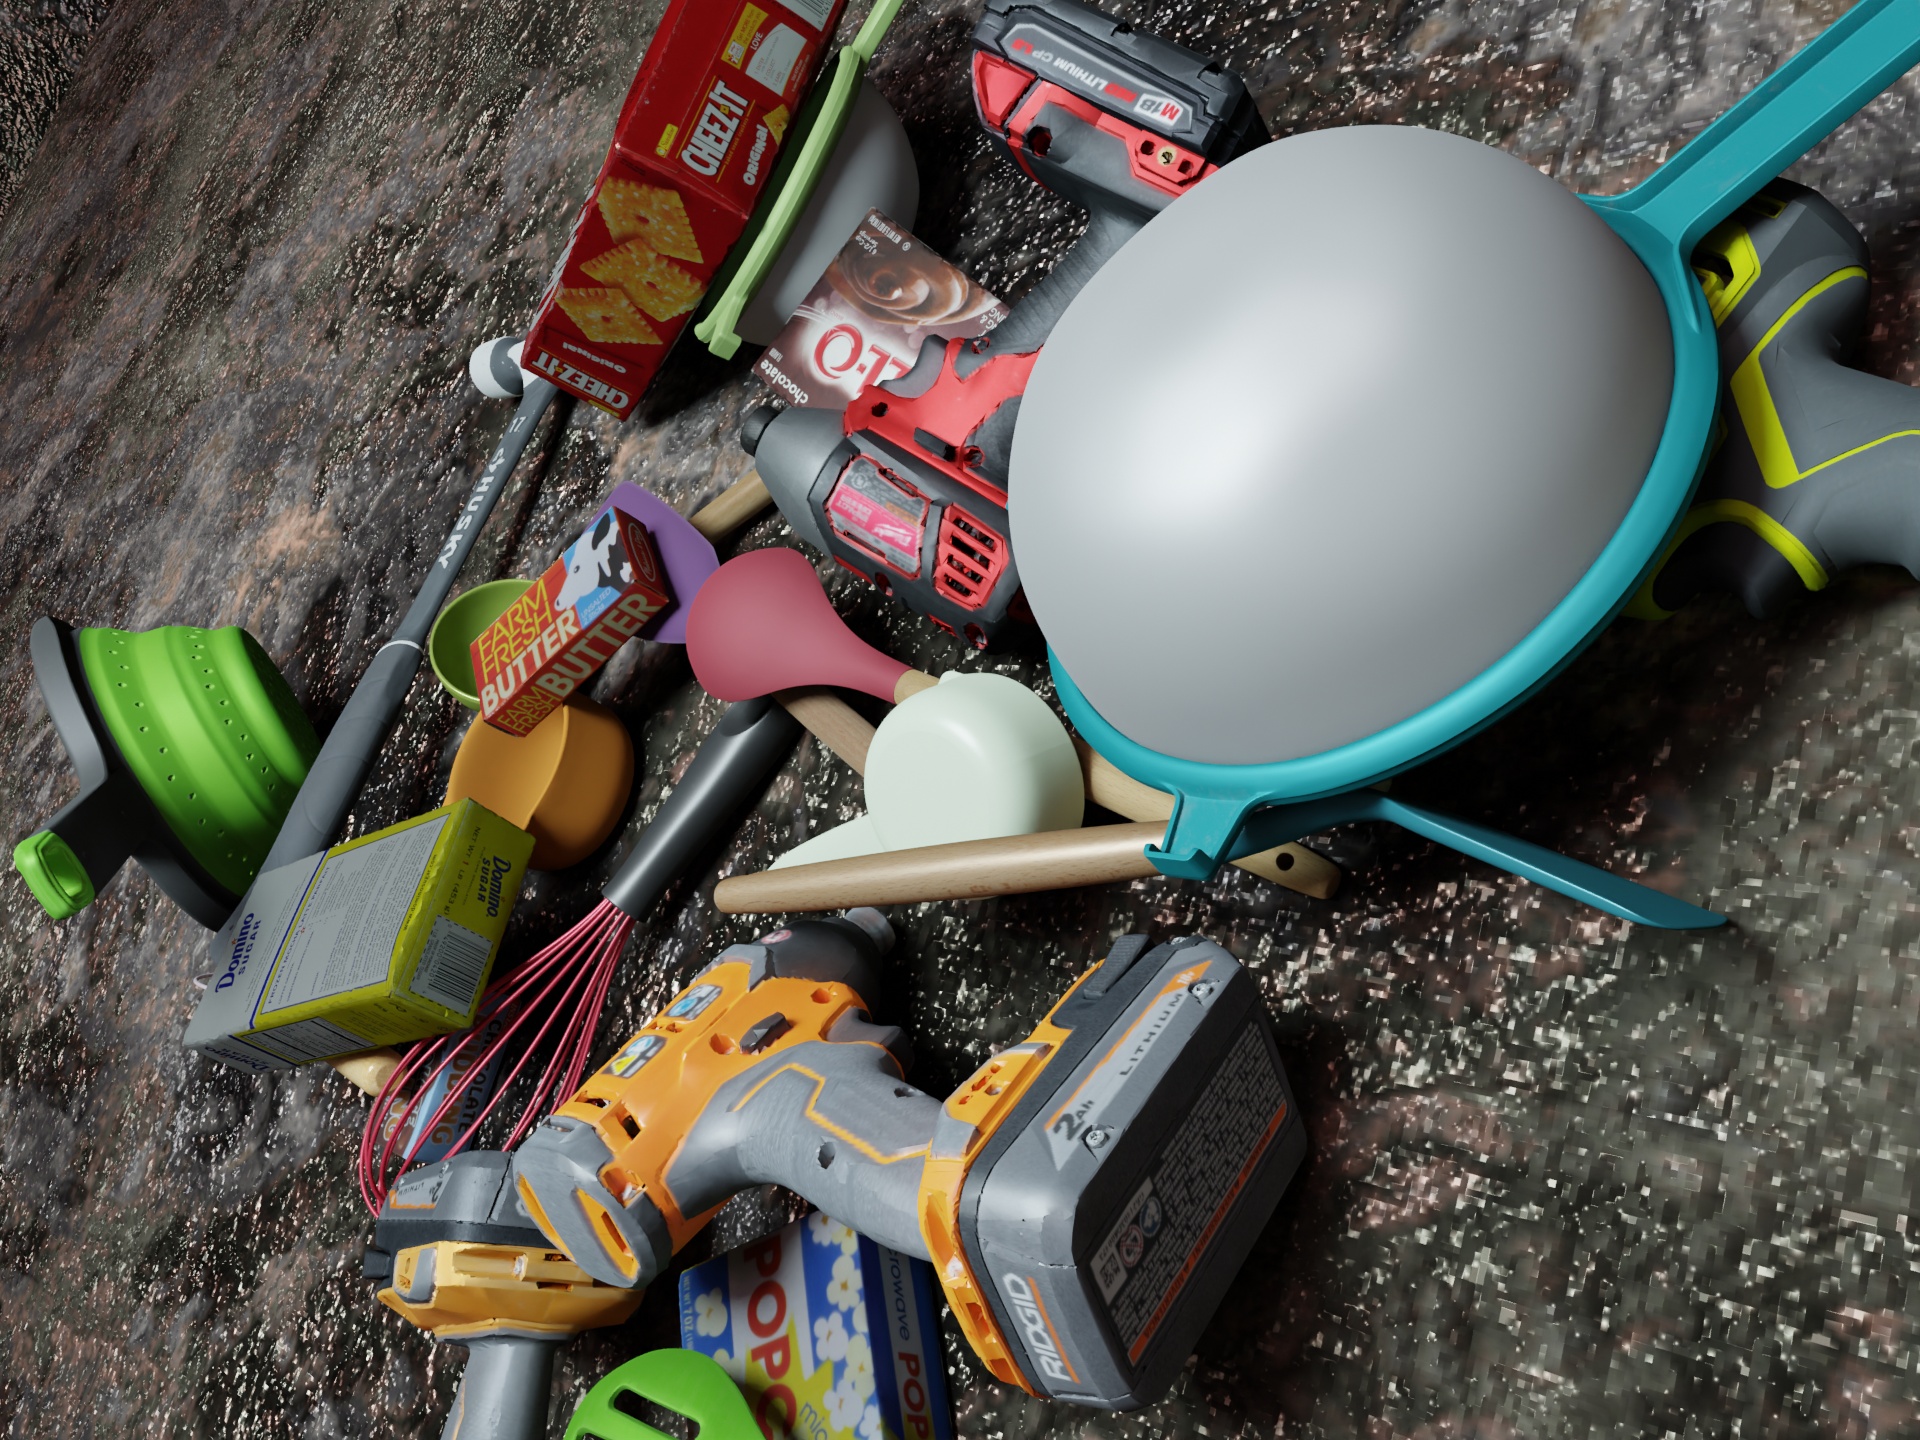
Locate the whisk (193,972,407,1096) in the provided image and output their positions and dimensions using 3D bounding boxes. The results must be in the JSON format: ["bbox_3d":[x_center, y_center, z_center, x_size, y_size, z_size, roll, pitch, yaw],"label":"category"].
[{"bbox_3d":[-0.331,0.151,0.797,0.245,0.051,0.047,8,45,50],"label":"whisk"}]

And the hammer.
[{"bbox_3d":[-0.291,-0.050,0.860,0.149,0.036,0.409,1,62,40],"label":"hammer"}]

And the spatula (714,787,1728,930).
[{"bbox_3d":[0.048,0.050,0.471,0.317,0.082,0.044,-9,81,33],"label":"spatula"}]

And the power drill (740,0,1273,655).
[{"bbox_3d":[0.013,-0.150,0.602,0.143,0.078,0.219,32,99,19],"label":"power drill"}]

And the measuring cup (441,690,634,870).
[{"bbox_3d":[-0.224,0.055,0.766,0.173,0.052,0.095,-44,45,18],"label":"measuring cup"}]

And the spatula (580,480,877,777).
[{"bbox_3d":[-0.079,-0.019,0.667,0.316,0.018,0.060,38,93,38],"label":"spatula"}]

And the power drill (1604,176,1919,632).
[{"bbox_3d":[0.223,-0.034,0.391,0.171,0.080,0.223,-54,40,5],"label":"power drill"}]

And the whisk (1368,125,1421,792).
[{"bbox_3d":[0.136,-0.088,0.524,0.059,0.057,0.246,136,144,-68],"label":"whisk"}]

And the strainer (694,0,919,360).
[{"bbox_3d":[-0.035,-0.275,0.737,0.256,0.069,0.152,-56,20,16],"label":"strainer"}]

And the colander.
[{"bbox_3d":[-0.403,0.024,0.835,0.094,0.204,0.397,-29,16,-12],"label":"colander"}]

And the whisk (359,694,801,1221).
[{"bbox_3d":[-0.155,0.096,0.681,0.296,0.073,0.073,-54,43,-3],"label":"whisk"}]

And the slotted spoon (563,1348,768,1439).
[{"bbox_3d":[0.006,0.235,0.434,0.314,0.031,0.070,3,61,29],"label":"slotted spoon"}]

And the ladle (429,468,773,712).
[{"bbox_3d":[-0.130,-0.097,0.759,0.320,0.062,0.078,-32,57,23],"label":"ladle"}]

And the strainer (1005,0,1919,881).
[{"bbox_3d":[0.132,-0.127,0.418,0.340,0.095,0.211,-39,38,19],"label":"strainer"}]

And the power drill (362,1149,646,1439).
[{"bbox_3d":[-0.186,0.284,0.580,0.185,0.084,0.226,-31,49,51],"label":"power drill"}]

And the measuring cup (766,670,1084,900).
[{"bbox_3d":[-0.030,0.041,0.570,0.167,0.038,0.083,-28,83,39],"label":"measuring cup"}]

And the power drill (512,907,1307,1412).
[{"bbox_3d":[-0.014,0.115,0.498,0.226,0.084,0.164,-3,29,40],"label":"power drill"}]

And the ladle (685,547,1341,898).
[{"bbox_3d":[-0.001,-0.002,0.581,0.316,0.031,0.069,25,87,37],"label":"ladle"}]
